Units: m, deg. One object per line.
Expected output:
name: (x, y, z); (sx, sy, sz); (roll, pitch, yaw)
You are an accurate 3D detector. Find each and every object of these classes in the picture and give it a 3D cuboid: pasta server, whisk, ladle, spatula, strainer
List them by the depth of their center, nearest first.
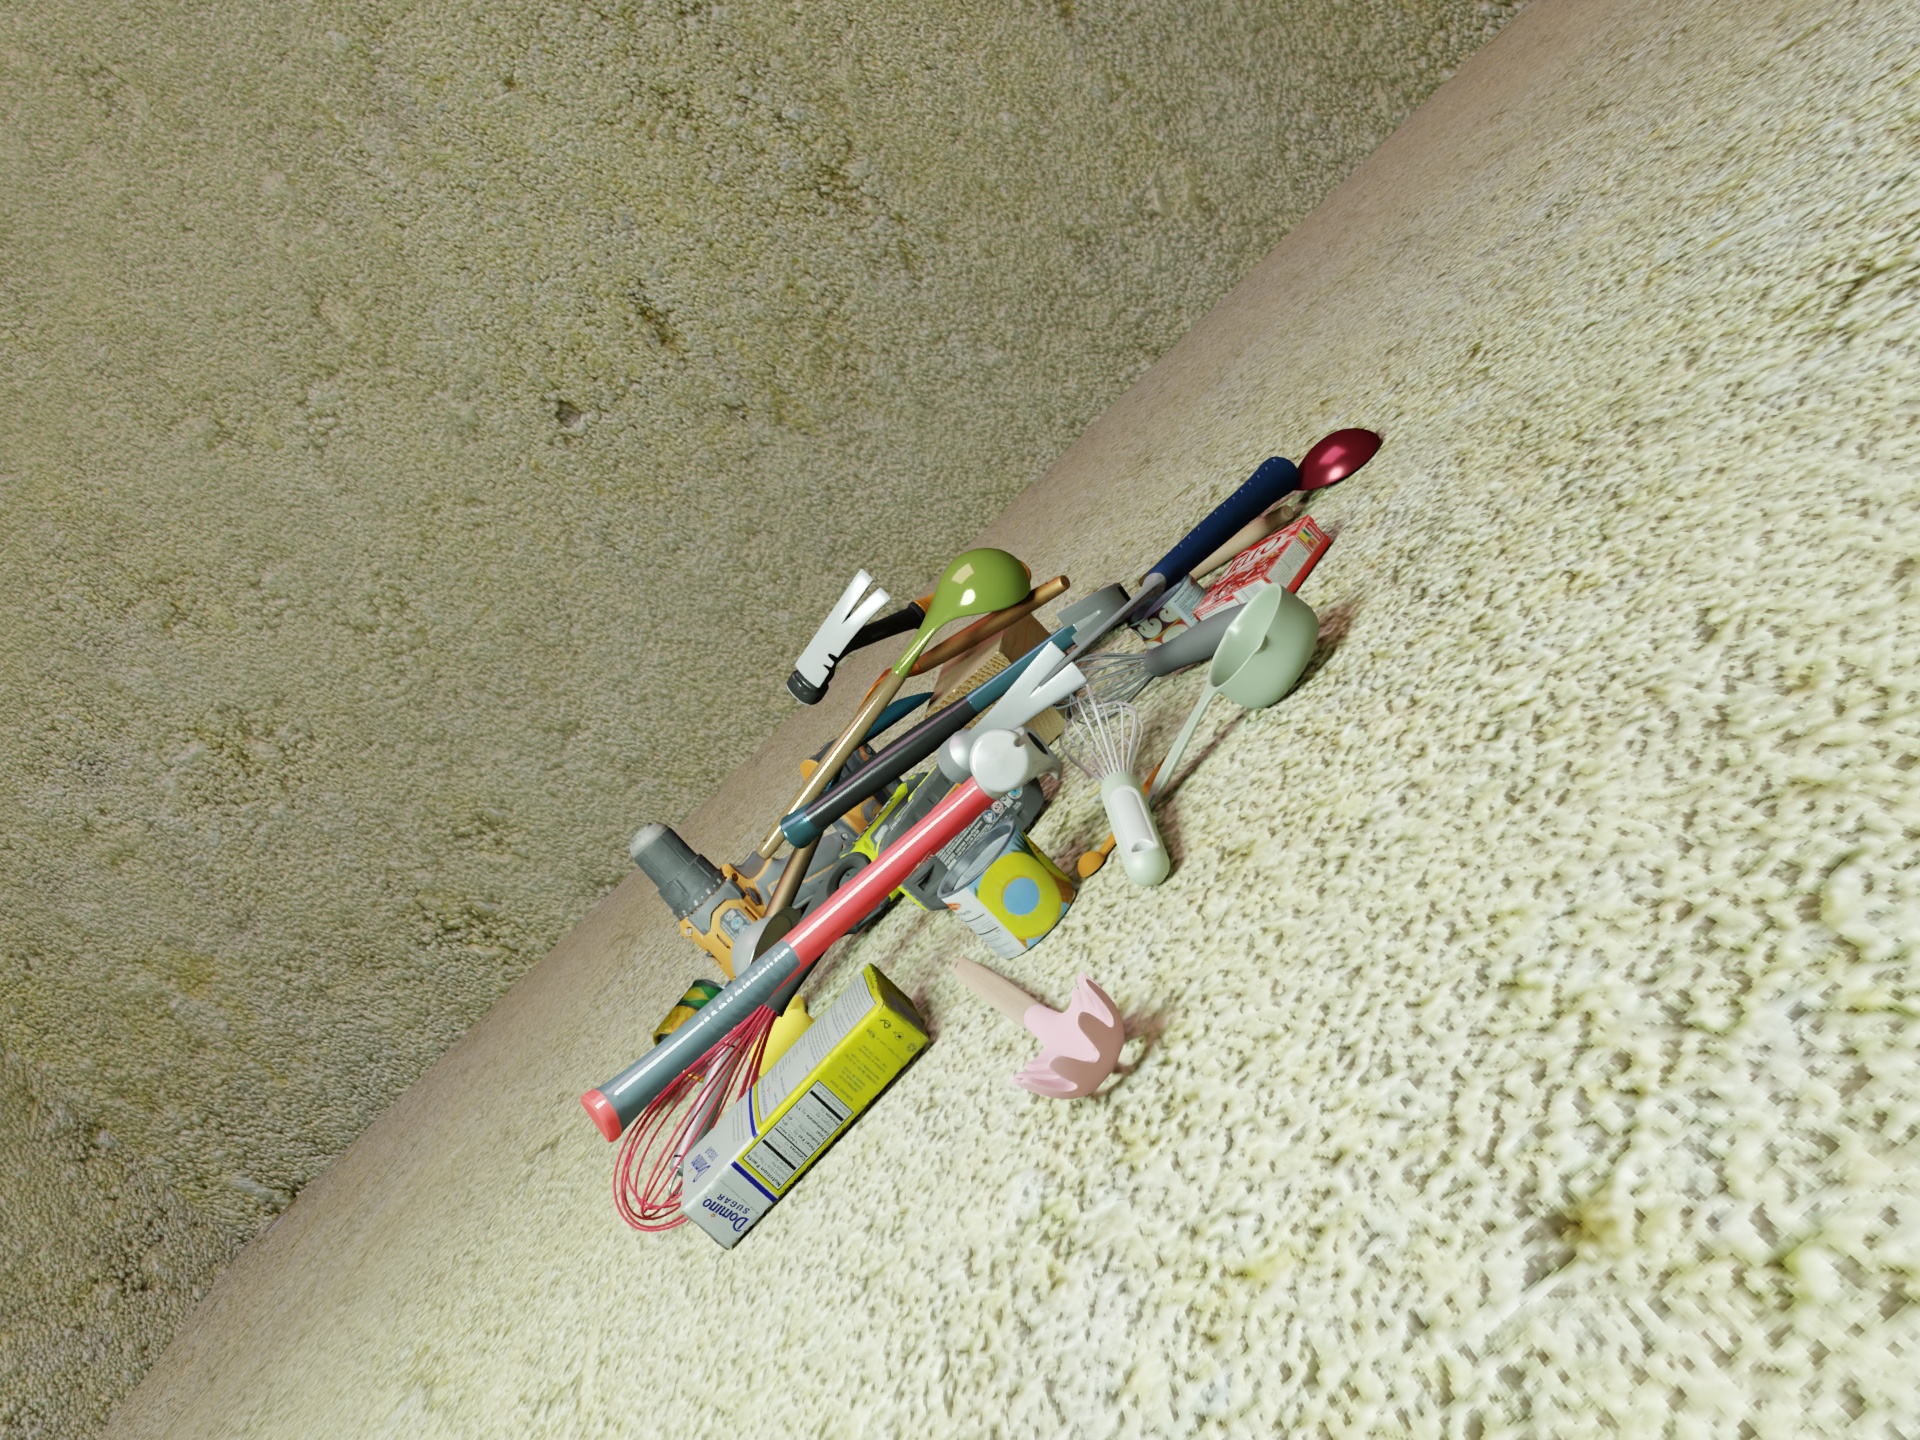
pasta server: (0.028, 0.151, 0.854); (0.060, 0.040, 0.316); (-57, 10, -7)
whisk: (0.097, 0.038, 0.980); (0.058, 0.059, 0.246); (-17, 21, 3)
whisk: (-0.143, 0.216, 1.098); (0.296, 0.073, 0.073); (-58, 13, -18)
whisk: (0.145, -0.045, 1.184); (0.239, 0.055, 0.055); (-26, 21, 53)
strainer: (-0.171, 0.236, 1.196); (0.086, 0.050, 0.259); (79, -155, -51)
ladle: (-0.058, -0.010, 1.301); (0.320, 0.062, 0.078); (-53, 31, 3)
spatula: (-0.116, 0.105, 1.319); (0.082, 0.044, 0.318); (-11, 51, 61)
ladle: (0.246, -0.178, 1.385); (0.069, 0.031, 0.315); (-53, 11, -32)
spatula: (-0.011, -0.051, 1.390); (0.322, 0.041, 0.081); (-28, 18, 45)
spatula: (0.186, -0.121, 1.406); (0.060, 0.018, 0.316); (-33, 1, -35)

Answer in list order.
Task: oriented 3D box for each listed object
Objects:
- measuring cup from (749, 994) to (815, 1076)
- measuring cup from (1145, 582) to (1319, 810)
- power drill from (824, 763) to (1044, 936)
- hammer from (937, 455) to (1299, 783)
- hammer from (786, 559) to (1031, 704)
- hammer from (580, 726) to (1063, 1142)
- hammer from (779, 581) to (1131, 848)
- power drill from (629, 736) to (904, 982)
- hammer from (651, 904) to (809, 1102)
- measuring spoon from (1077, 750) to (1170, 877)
measuring cup: (-0.136, 0.231, 1.220); (0.062, 0.029, 0.156); (-44, 11, 1)
measuring cup: (0.166, -0.004, 0.980); (0.167, 0.038, 0.083); (-60, 8, 7)
power drill: (-0.037, 0.100, 1.246); (0.171, 0.080, 0.223); (-49, 7, -25)
hammer: (0.140, -0.096, 1.165); (0.405, 0.035, 0.144); (-41, -2, -38)
hammer: (-0.023, -0.104, 1.404); (0.127, 0.034, 0.337); (-53, -14, 31)
hammer: (-0.092, 0.140, 1.035); (0.386, 0.038, 0.143); (-41, -11, 8)
hammer: (-0.002, -0.004, 1.258); (0.331, 0.033, 0.128); (-36, -2, 3)
power drill: (-0.158, 0.109, 1.388); (0.226, 0.185, 0.084); (-45, 6, -20)
hammer: (-0.172, 0.200, 1.476); (0.409, 0.036, 0.149); (-48, 3, -29)
measuring spoon: (0.107, 0.055, 1.009); (0.117, 0.011, 0.021); (-50, 11, -30)
